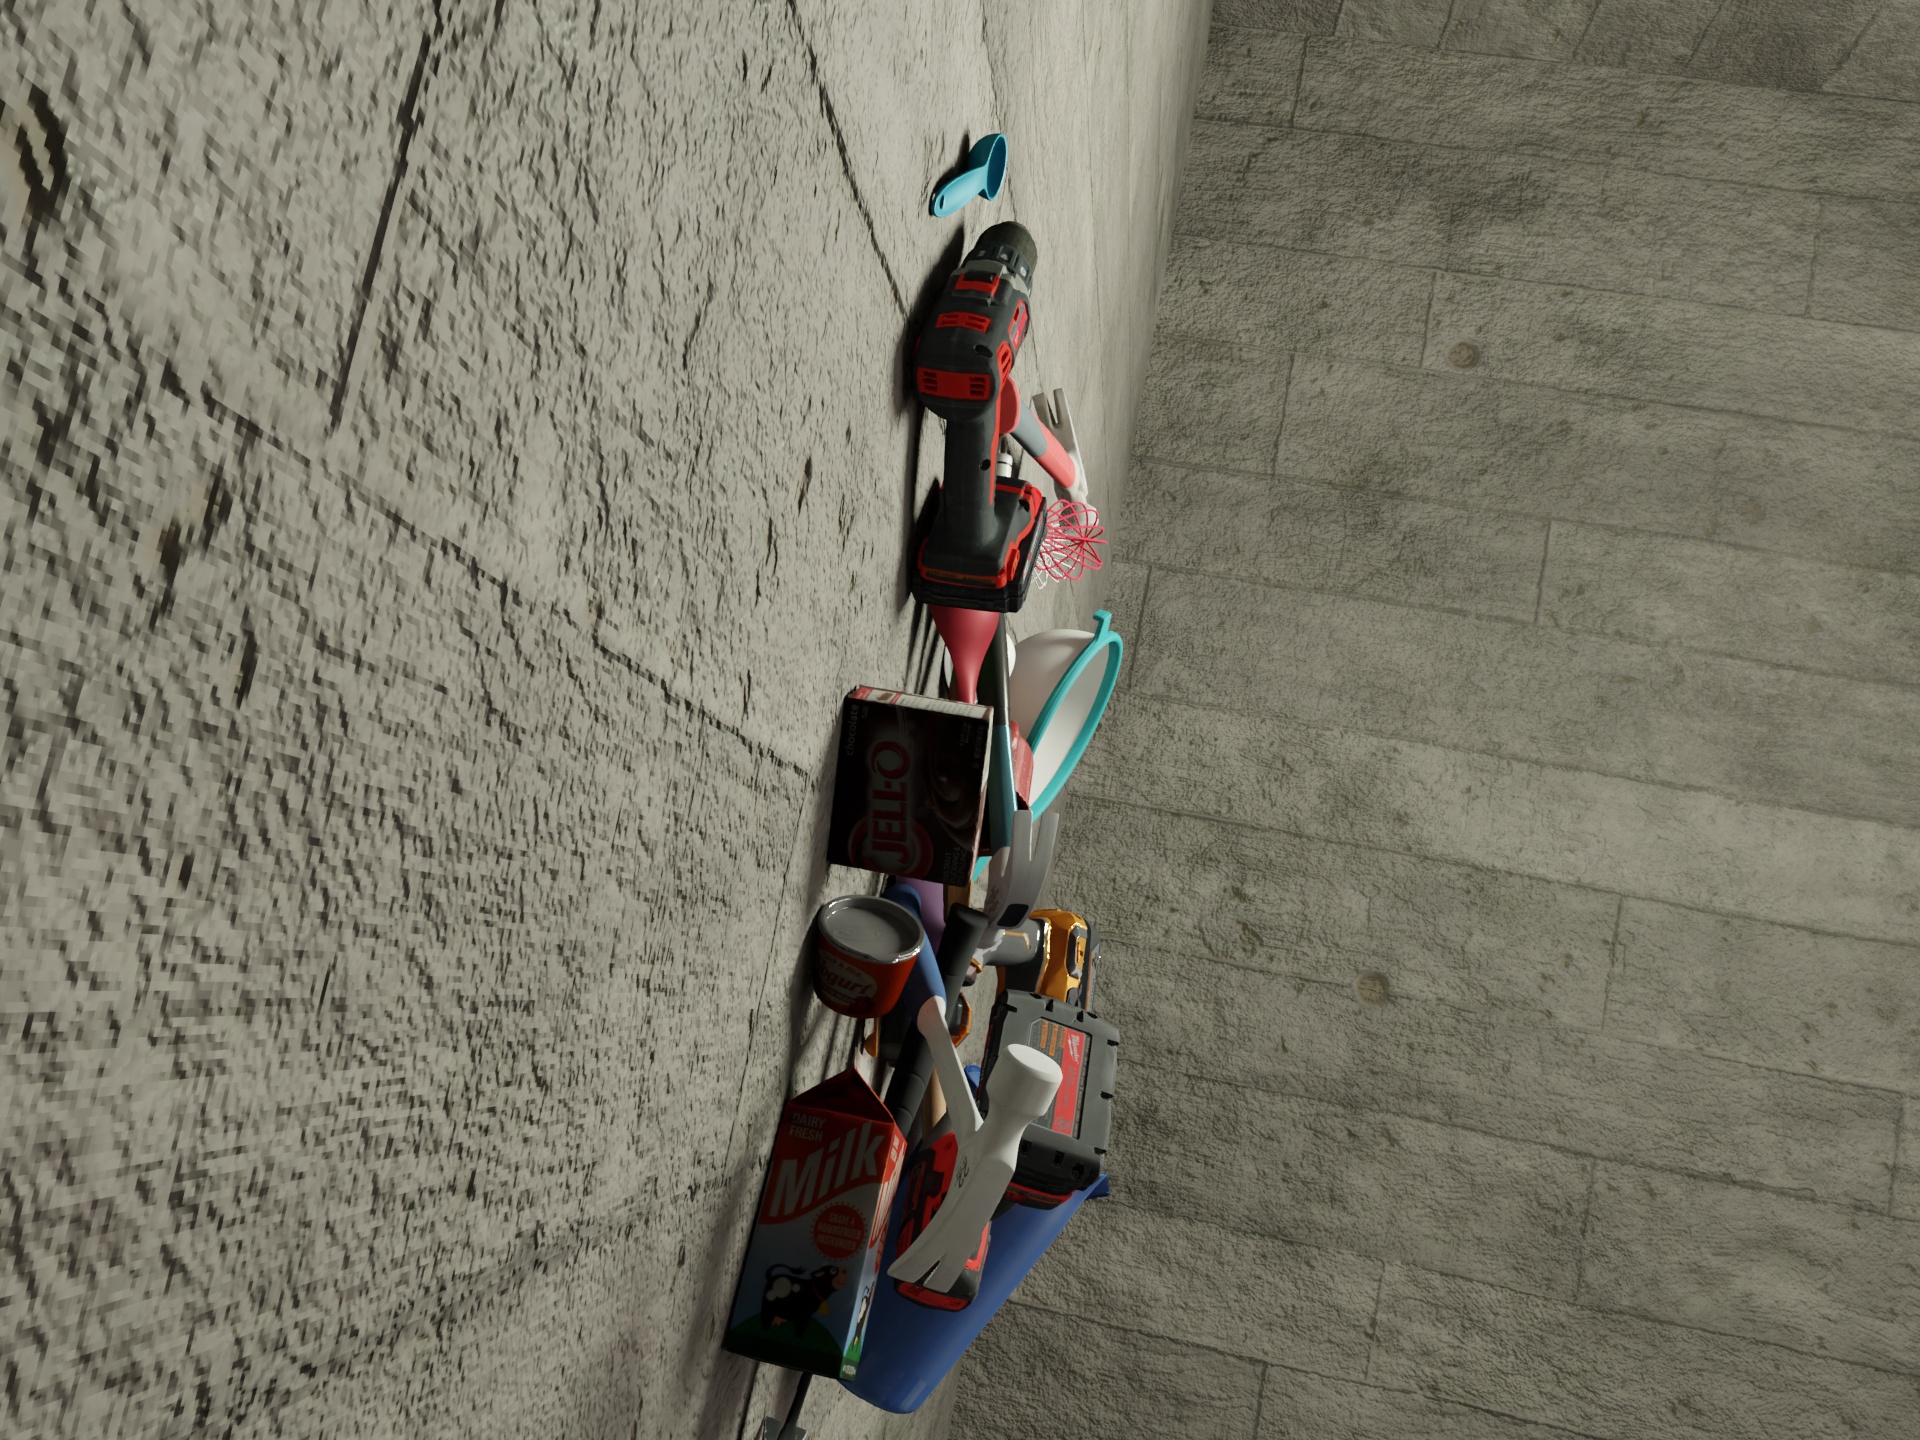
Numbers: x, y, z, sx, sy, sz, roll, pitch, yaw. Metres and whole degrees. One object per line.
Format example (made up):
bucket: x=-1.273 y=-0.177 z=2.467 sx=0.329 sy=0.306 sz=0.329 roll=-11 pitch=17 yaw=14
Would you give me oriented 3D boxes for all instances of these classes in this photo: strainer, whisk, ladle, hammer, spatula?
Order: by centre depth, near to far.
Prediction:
hammer: x=-0.020 y=0.192 z=0.988 sx=0.406 sy=0.035 sz=0.144 roll=-124 pitch=-123 yaw=-74
hammer: x=-0.058 y=0.318 z=1.089 sx=0.149 sy=0.036 sz=0.409 roll=109 pitch=1 yaw=-73
ladle: x=0.001 y=0.029 z=1.165 sx=0.069 sy=0.031 sz=0.315 roll=-1 pitch=94 yaw=-42
spatula: x=-0.019 y=0.221 z=1.172 sx=0.018 sy=0.059 sz=0.316 roll=126 pitch=-34 yaw=-62
hammer: x=0.026 y=-0.002 z=1.221 sx=0.128 sy=0.033 sz=0.331 roll=126 pitch=-35 yaw=-56
whisk: x=0.065 y=-0.156 z=1.315 sx=0.295 sy=0.073 sz=0.073 roll=-7 pitch=107 yaw=-72
strainer: x=0.026 y=-0.119 z=1.344 sx=0.086 sy=0.050 sz=0.258 roll=19 pitch=73 yaw=-53
hammer: x=0.063 y=-0.260 z=1.390 sx=0.386 sy=0.038 sz=0.143 roll=7 pitch=69 yaw=-77
strainer: x=0.030 y=0.045 z=1.499 sx=0.340 sy=0.095 sz=0.210 roll=-57 pitch=164 yaw=-13
whisk: x=0.063 y=-0.167 z=1.513 sx=0.284 sy=0.070 sz=0.070 roll=-3 pitch=103 yaw=-77

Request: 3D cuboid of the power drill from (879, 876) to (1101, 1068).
power drill: x=0.018 y=0.210 z=1.289 sx=0.226 sy=0.084 sz=0.185 roll=35 pitch=57 yaw=-44

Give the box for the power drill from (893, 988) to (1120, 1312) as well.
power drill: x=0.020 y=0.270 z=1.008 sx=0.219 sy=0.078 sz=0.143 roll=118 pitch=-11 yaw=-46

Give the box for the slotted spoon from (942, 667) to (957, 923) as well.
slotted spoon: x=-0.002 y=-0.004 z=1.201 sx=0.070 sy=0.031 sz=0.314 roll=34 pitch=57 yaw=-81

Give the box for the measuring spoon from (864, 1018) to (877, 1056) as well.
measuring spoon: x=-0.070 y=0.214 z=1.221 sx=0.021 sy=0.011 sz=0.116 roll=-92 pitch=-178 yaw=-55

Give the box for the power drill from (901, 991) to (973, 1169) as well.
power drill: x=-0.038 y=0.329 z=1.342 sx=0.164 sy=0.084 sz=0.227 roll=67 pitch=30 yaw=-74

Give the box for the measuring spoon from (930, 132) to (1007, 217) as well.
measuring spoon: x=-0.001 y=-0.340 z=1.001 sx=0.129 sy=0.021 sz=0.042 roll=-54 pitch=155 yaw=-52

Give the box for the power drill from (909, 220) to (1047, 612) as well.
power drill: x=0.017 y=-0.206 z=1.072 sx=0.188 sy=0.080 sz=0.226 roll=-73 pitch=166 yaw=-44
